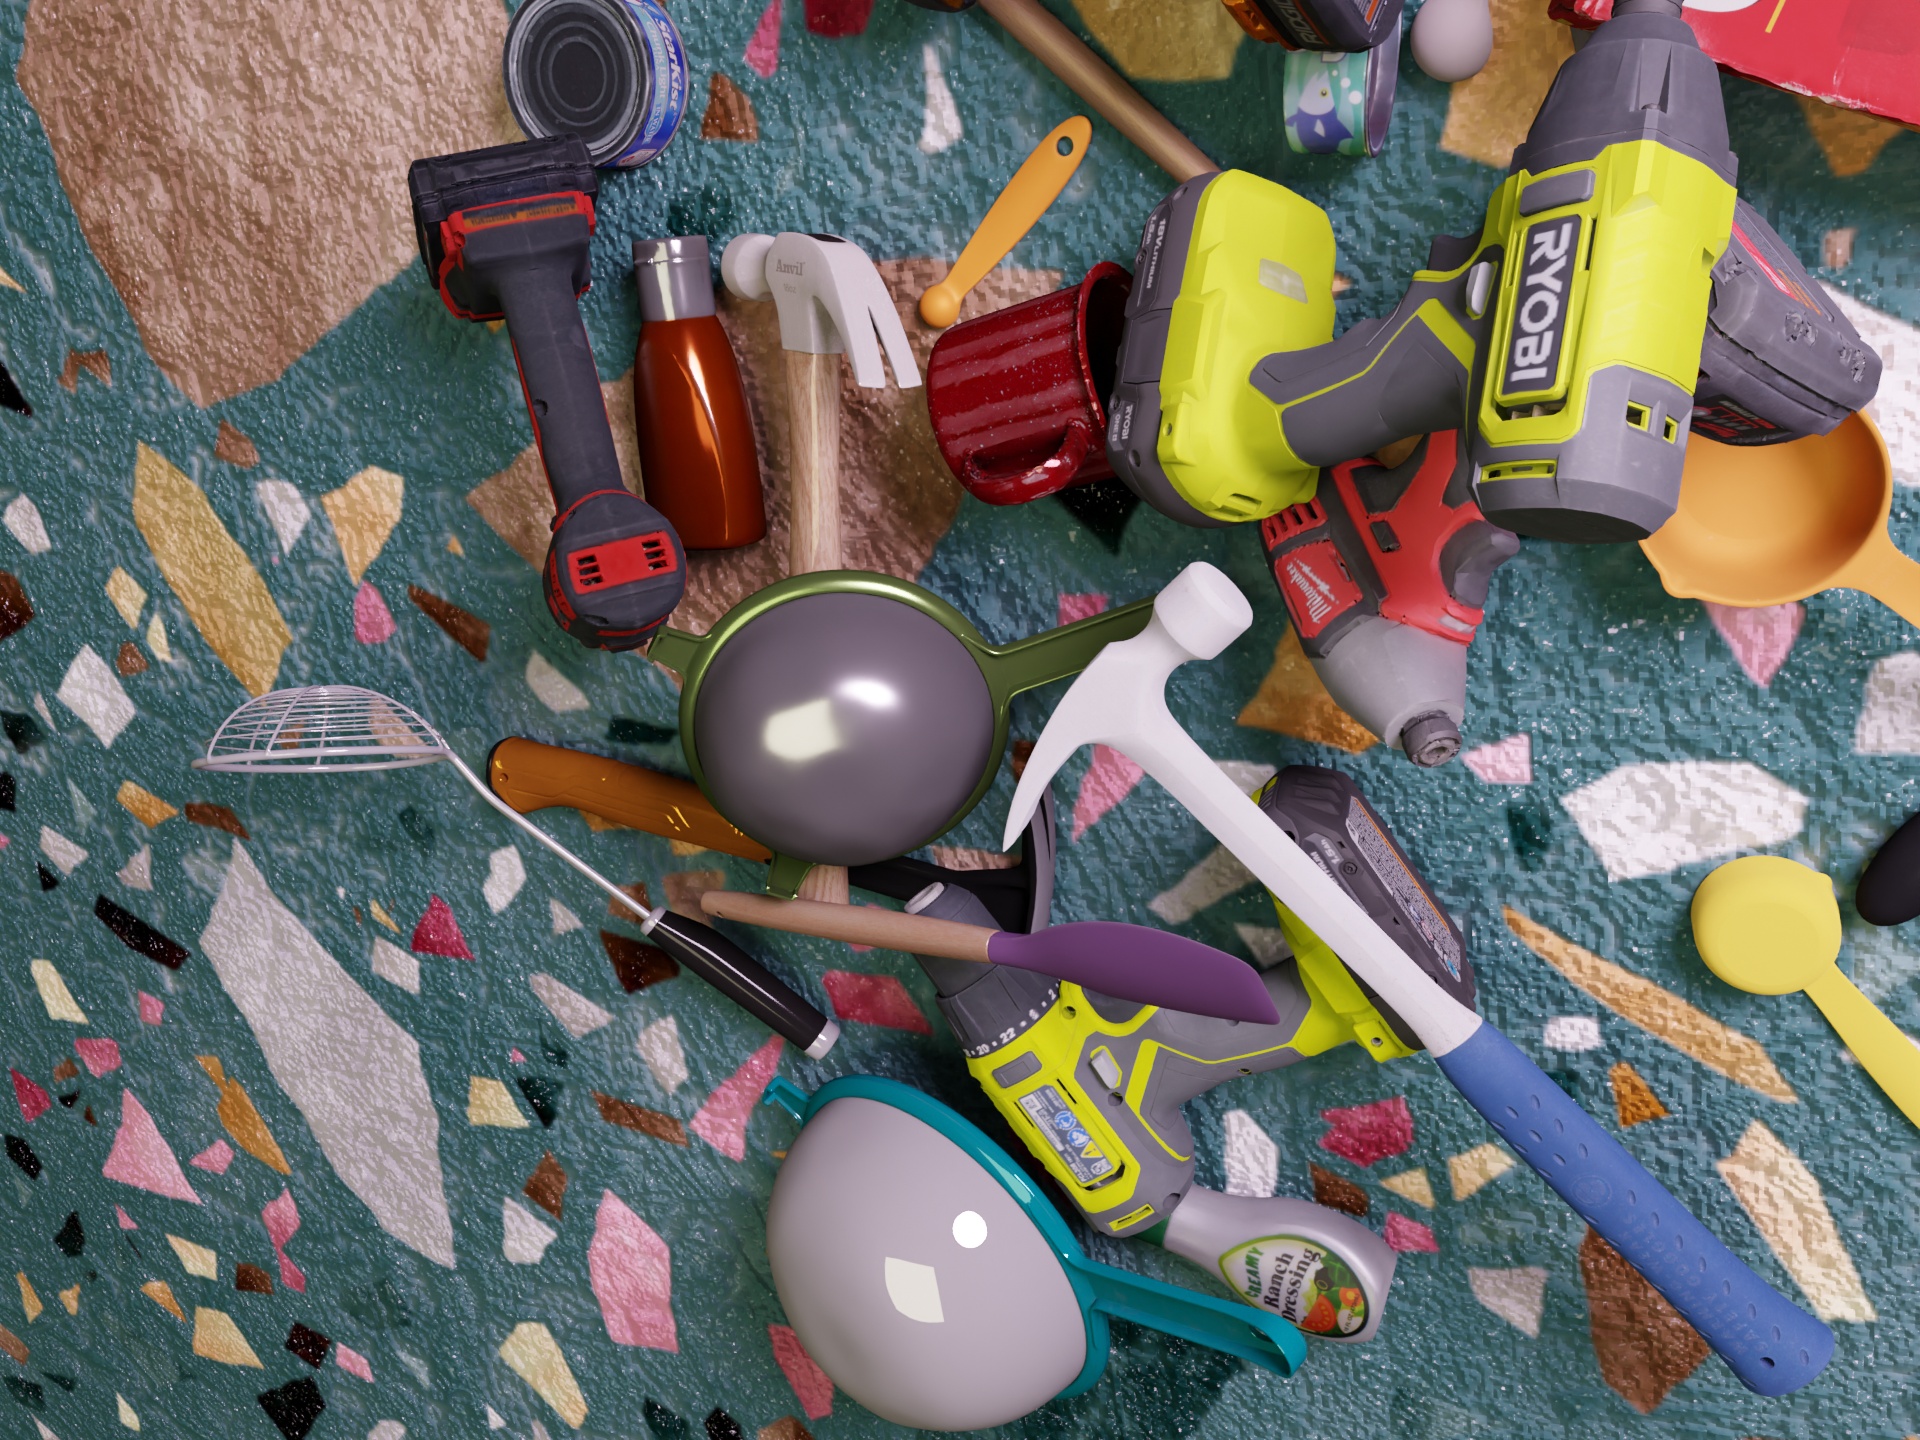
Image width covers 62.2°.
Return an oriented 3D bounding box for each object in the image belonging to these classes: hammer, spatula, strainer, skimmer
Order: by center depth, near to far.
[{"bbox_3d":[0.190,0.124,0.649,0.405,0.035,0.144,44,117,-1],"label":"hammer"},{"bbox_3d":[-0.001,-0.002,0.694,0.256,0.069,0.151,-18,117,7],"label":"strainer"},{"bbox_3d":[-0.005,0.097,0.714,0.316,0.018,0.059,2,138,39],"label":"spatula"},{"bbox_3d":[-0.067,-0.057,0.750,0.130,0.031,0.331,24,119,52],"label":"hammer"},{"bbox_3d":[0.009,0.293,0.781,0.340,0.095,0.211,-5,114,49],"label":"strainer"},{"bbox_3d":[-0.110,0.054,0.852,0.337,0.034,0.127,13,114,20],"label":"hammer"},{"bbox_3d":[-0.234,0.096,0.862,0.363,0.127,0.090,37,78,-7],"label":"skimmer"}]

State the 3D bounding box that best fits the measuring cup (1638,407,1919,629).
[{"bbox_3d":[0.337,-0.068,0.601,0.173,0.052,0.095,35,118,7],"label":"measuring cup"}]

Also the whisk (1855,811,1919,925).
[{"bbox_3d":[0.427,-0.024,0.575,0.070,0.070,0.284,34,123,10],"label":"whisk"}]

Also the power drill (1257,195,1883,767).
[{"bbox_3d":[0.208,-0.090,0.591,0.219,0.078,0.143,-48,40,37],"label":"power drill"}]

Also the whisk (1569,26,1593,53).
[{"bbox_3d":[0.225,-0.282,0.579,0.055,0.055,0.239,-16,104,28],"label":"whisk"}]

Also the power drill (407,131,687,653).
[{"bbox_3d":[-0.192,-0.141,0.766,0.080,0.188,0.226,-17,92,-16],"label":"power drill"}]

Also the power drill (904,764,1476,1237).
[{"bbox_3d":[0.099,0.119,0.740,0.228,0.080,0.190,-34,96,24],"label":"power drill"}]

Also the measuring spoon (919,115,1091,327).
[{"bbox_3d":[0.018,-0.221,0.710,0.021,0.011,0.117,46,119,3],"label":"measuring spoon"}]

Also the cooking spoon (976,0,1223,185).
[{"bbox_3d":[0.001,-0.324,0.679,0.319,0.017,0.068,44,118,5],"label":"cooking spoon"}]

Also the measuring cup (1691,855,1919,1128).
[{"bbox_3d":[0.370,0.125,0.665,0.156,0.029,0.062,49,120,3],"label":"measuring cup"}]

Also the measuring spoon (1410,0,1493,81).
[{"bbox_3d":[0.189,-0.284,0.572,0.034,0.018,0.124,48,155,21],"label":"measuring spoon"}]

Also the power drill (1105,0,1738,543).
[{"bbox_3d":[0.156,-0.148,0.559,0.223,0.080,0.171,6,85,58],"label":"power drill"}]

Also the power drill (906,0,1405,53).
[{"bbox_3d":[0.068,-0.339,0.581,0.227,0.084,0.164,26,98,33],"label":"power drill"}]
